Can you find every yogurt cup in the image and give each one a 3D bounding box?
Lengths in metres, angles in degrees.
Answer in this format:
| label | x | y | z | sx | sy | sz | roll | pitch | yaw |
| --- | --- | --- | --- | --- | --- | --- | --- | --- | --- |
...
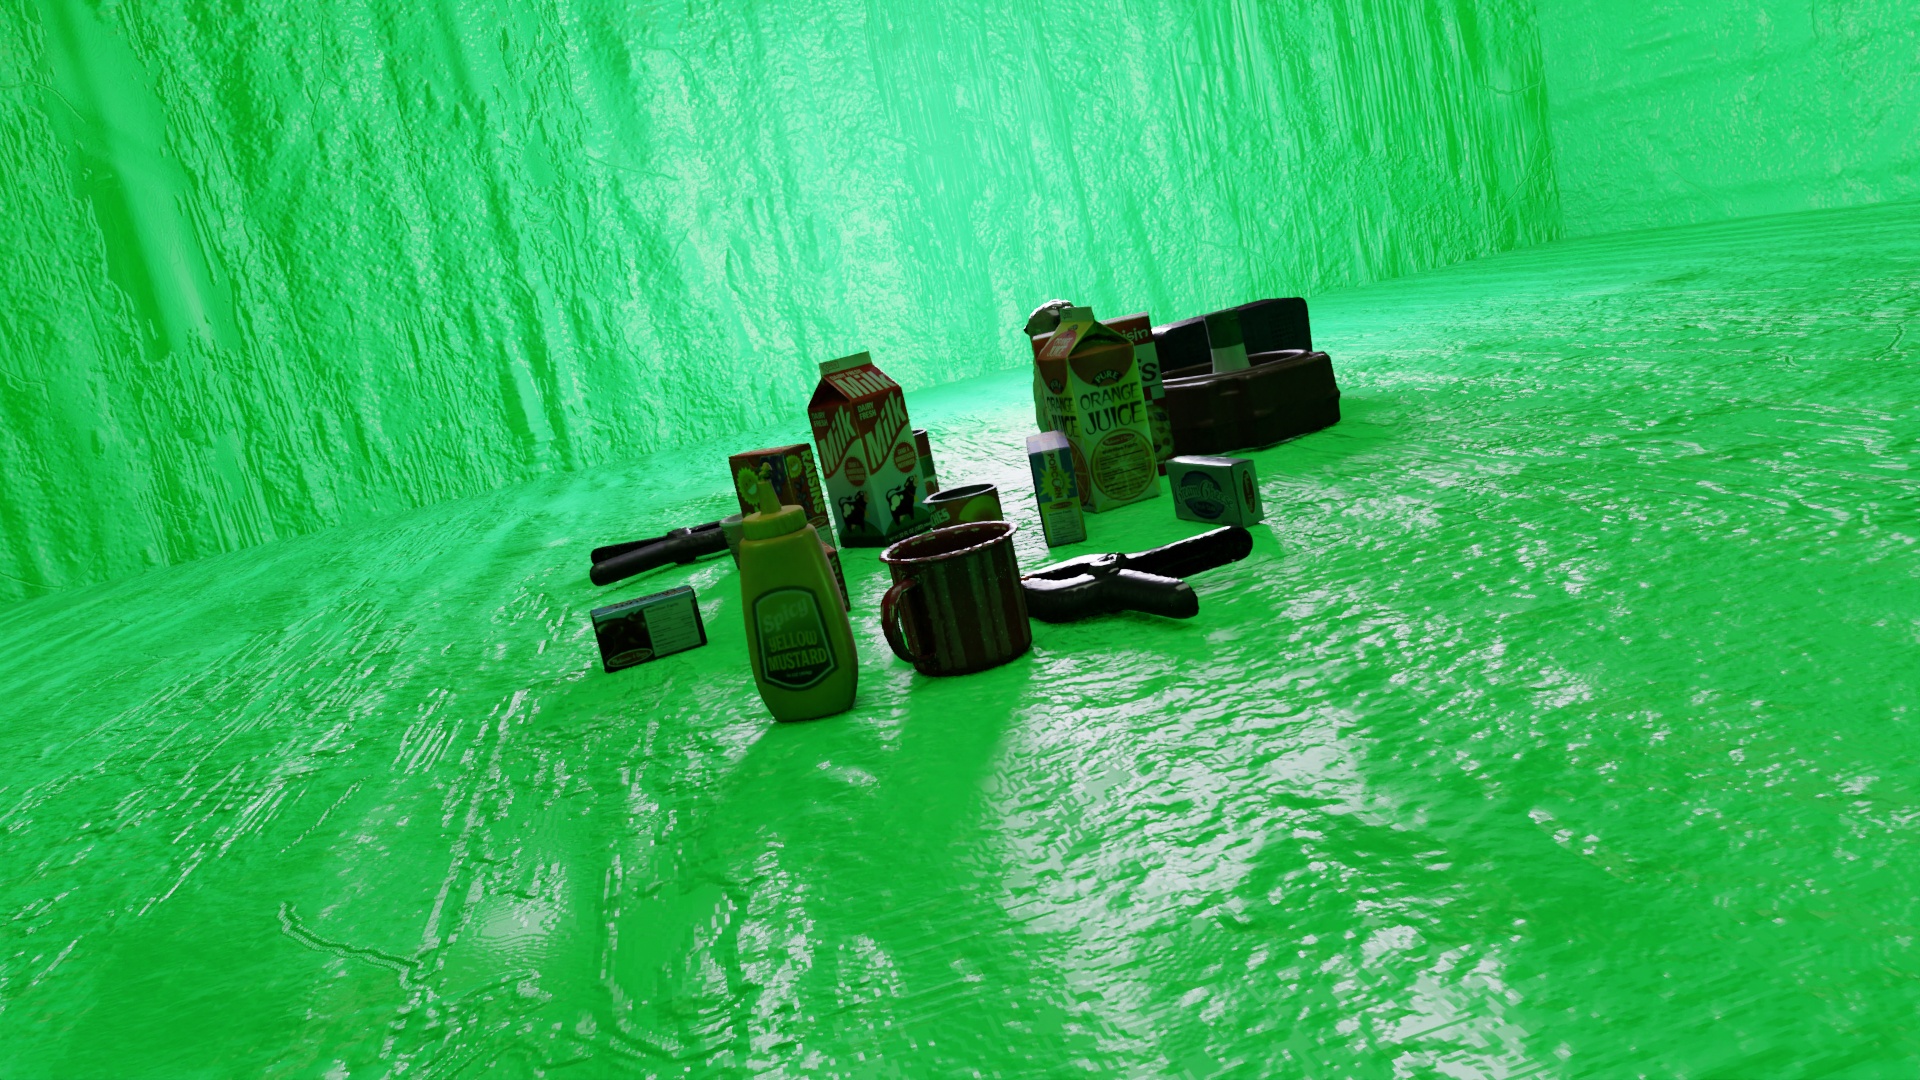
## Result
| label | x | y | z | sx | sy | sz | roll | pitch | yaw |
| --- | --- | --- | --- | --- | --- | --- | --- | --- | --- |
| yogurt cup | -0.209 | -0.002 | 1.431 | 0.072 | 0.054 | 0.072 | -12 | 10 | 2 |

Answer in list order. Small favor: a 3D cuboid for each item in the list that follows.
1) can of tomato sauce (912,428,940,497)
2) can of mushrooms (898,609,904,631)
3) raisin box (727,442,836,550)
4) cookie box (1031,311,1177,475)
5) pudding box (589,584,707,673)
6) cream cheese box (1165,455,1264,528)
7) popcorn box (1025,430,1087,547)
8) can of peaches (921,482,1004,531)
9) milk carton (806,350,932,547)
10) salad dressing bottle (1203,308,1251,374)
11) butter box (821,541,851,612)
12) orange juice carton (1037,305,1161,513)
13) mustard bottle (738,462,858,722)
| label | x | y | z | sx | sy | sz | roll | pitch | yaw |
| --- | --- | --- | --- | --- | --- | --- | --- | --- | --- |
| can of tomato sauce | -0.061 | -0.081 | 1.590 | 0.071 | 0.083 | 0.071 | -12 | 10 | 2 |
| can of mushrooms | -0.014 | 0.043 | 1.029 | 0.071 | 0.033 | 0.071 | -12 | 11 | 2 |
| raisin box | -0.171 | -0.028 | 1.335 | 0.086 | 0.123 | 0.040 | -3 | 14 | 43 |
| cookie box | 0.150 | -0.142 | 1.439 | 0.123 | 0.167 | 0.040 | -11 | 10 | 6 |
| pudding box | -0.252 | 0.070 | 1.119 | 0.084 | 0.049 | 0.030 | -16 | 11 | -18 |
| cream cheese box | 0.211 | -0.042 | 1.160 | 0.024 | 0.053 | 0.104 | -16 | 11 | -20 |
| popcorn box | 0.085 | -0.049 | 1.253 | 0.038 | 0.085 | 0.127 | -12 | 11 | 4 |
| can of peaches | 0.004 | -0.016 | 1.247 | 0.071 | 0.058 | 0.071 | -12 | 10 | 2 |
| milk carton | -0.095 | -0.093 | 1.403 | 0.073 | 0.190 | 0.072 | -2 | 14 | 45 |
| salad dressing bottle | 0.294 | -0.175 | 1.498 | 0.064 | 0.147 | 0.044 | -18 | 12 | -29 |
| butter box | -0.118 | 0.029 | 1.168 | 0.024 | 0.053 | 0.103 | -15 | 11 | -14 |
| orange juice carton | 0.129 | -0.130 | 1.332 | 0.073 | 0.192 | 0.072 | -16 | 11 | -17 |
| mustard bottle | -0.107 | 0.031 | 0.858 | 0.065 | 0.160 | 0.049 | -12 | 10 | 4 |
